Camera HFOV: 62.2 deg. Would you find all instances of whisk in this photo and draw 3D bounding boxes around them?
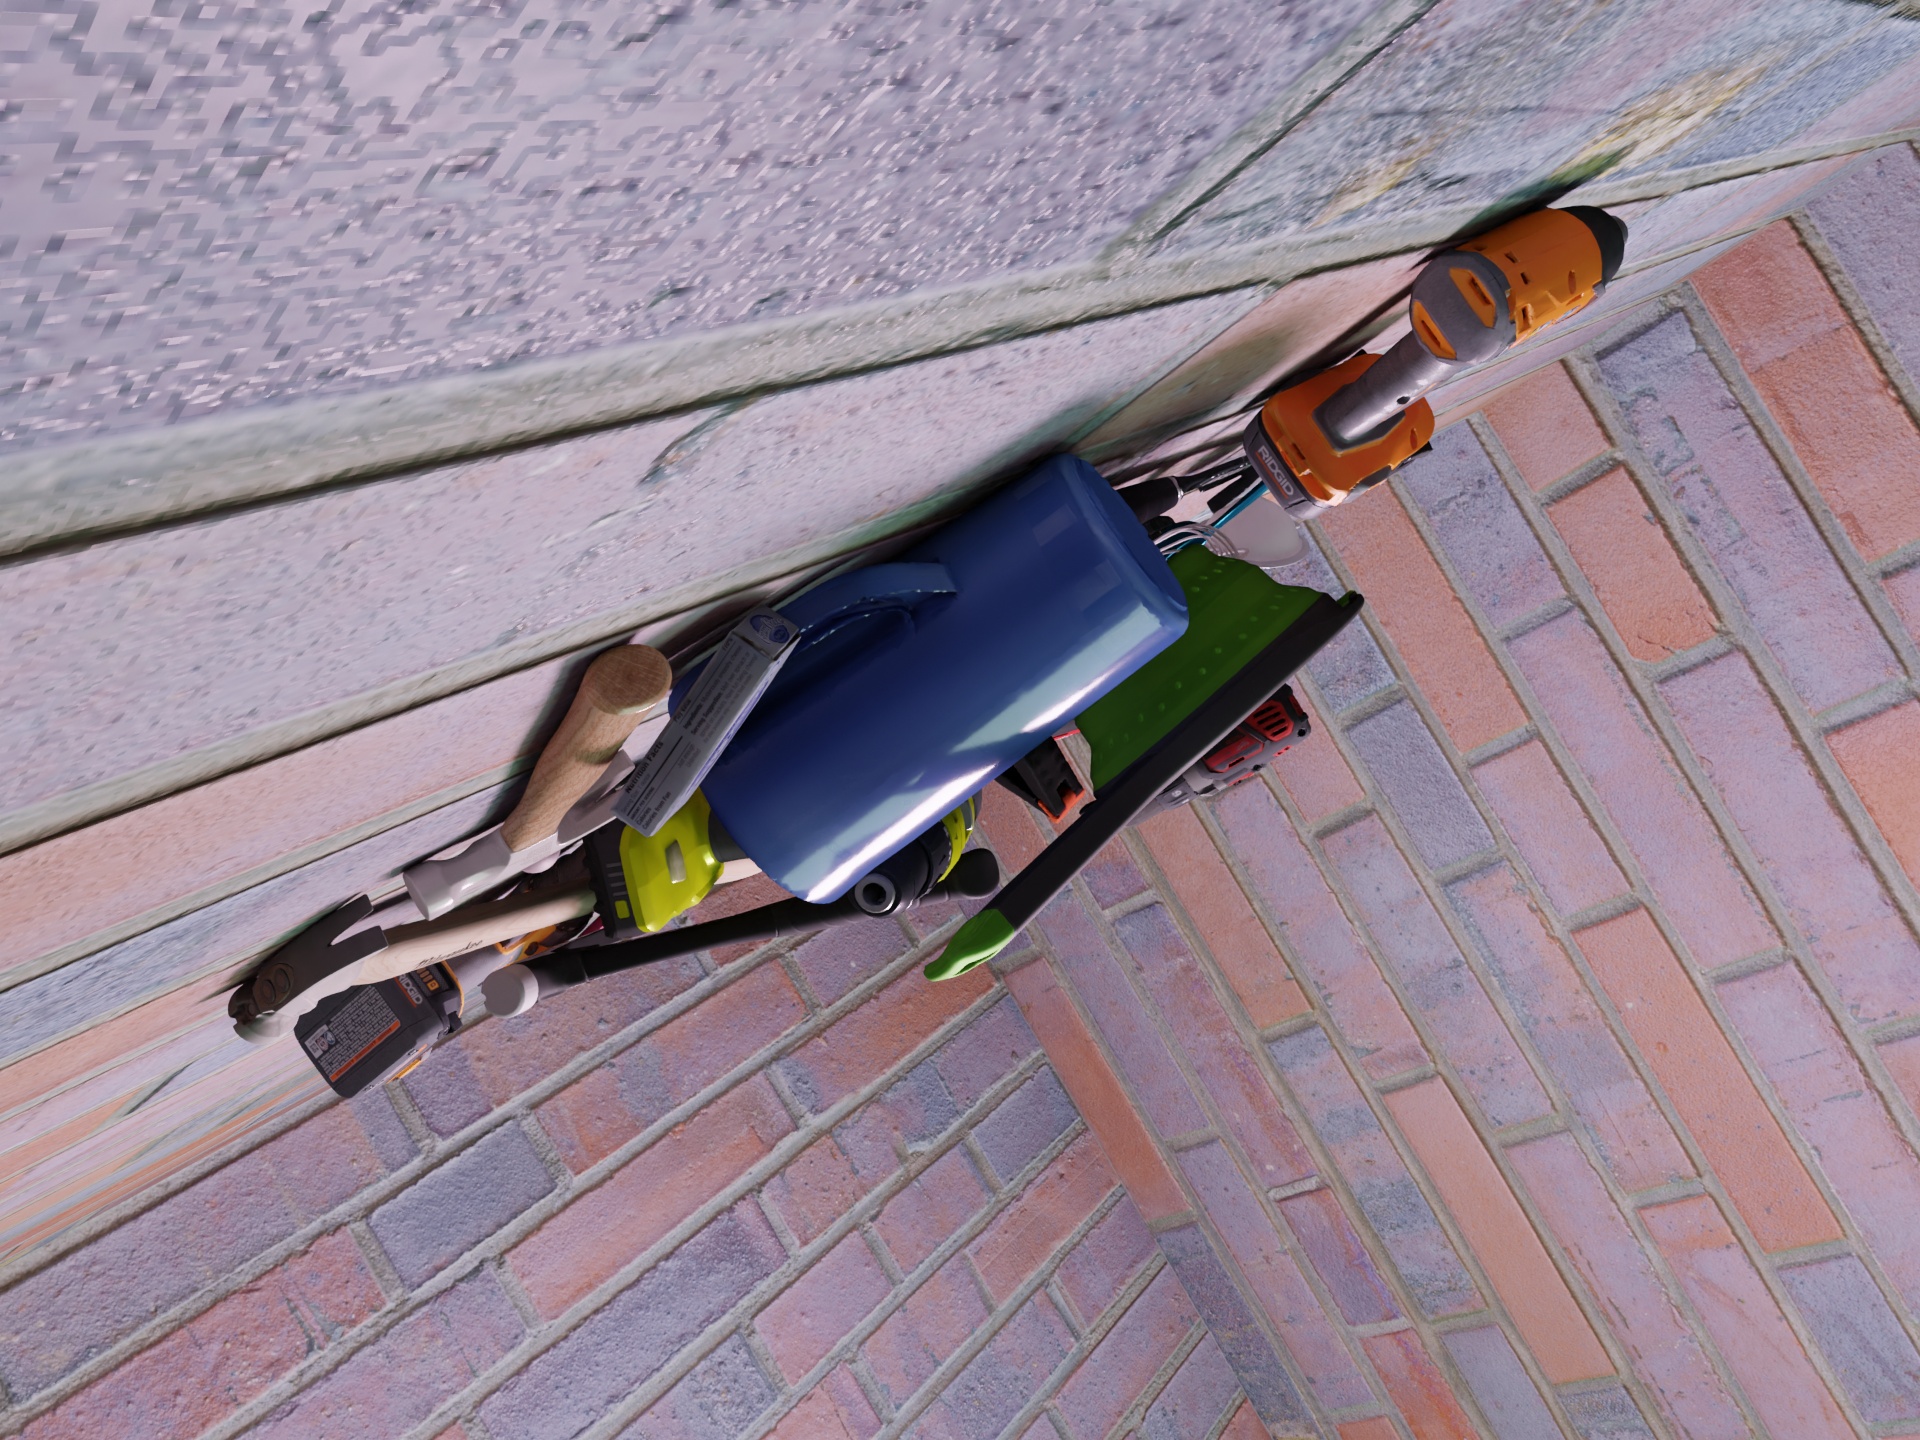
[{"bbox_3d":[0.092,-0.089,1.066,0.059,0.057,0.246,-29,-166,-38],"label":"whisk"}]

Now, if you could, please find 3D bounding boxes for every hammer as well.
[{"bbox_3d":[-0.136,0.135,1.052,0.335,0.035,0.146,-15,180,13],"label":"hammer"},{"bbox_3d":[-0.258,0.117,1.046,0.146,0.038,0.410,-33,168,33],"label":"hammer"},{"bbox_3d":[-0.189,0.027,0.764,0.130,0.031,0.331,-29,177,-28],"label":"hammer"},{"bbox_3d":[0.142,-0.154,1.058,0.149,0.036,0.409,-31,177,39],"label":"hammer"}]

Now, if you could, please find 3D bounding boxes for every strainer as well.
[{"bbox_3d":[0.170,-0.109,1.134,0.258,0.087,0.050,-35,138,-34],"label":"strainer"}]

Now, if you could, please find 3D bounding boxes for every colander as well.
[{"bbox_3d":[0.080,0.001,0.866,0.397,0.094,0.204,-38,176,-44],"label":"colander"}]

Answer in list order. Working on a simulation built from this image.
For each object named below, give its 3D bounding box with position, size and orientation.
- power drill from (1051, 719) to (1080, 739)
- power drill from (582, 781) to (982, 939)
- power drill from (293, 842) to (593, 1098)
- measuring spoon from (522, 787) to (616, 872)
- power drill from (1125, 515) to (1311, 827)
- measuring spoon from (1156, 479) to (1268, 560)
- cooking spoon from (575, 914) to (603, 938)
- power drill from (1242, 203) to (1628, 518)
[{"bbox_3d":[-0.002,-0.004,1.130,0.143,0.078,0.220,-16,-177,-36],"label":"power drill"},{"bbox_3d":[-0.108,0.077,0.973,0.228,0.080,0.190,-6,-165,13],"label":"power drill"},{"bbox_3d":[-0.351,0.168,1.170,0.185,0.084,0.226,-37,179,30],"label":"power drill"},{"bbox_3d":[-0.259,0.075,1.056,0.124,0.018,0.034,-34,176,41],"label":"measuring spoon"},{"bbox_3d":[0.155,-0.036,1.308,0.188,0.227,0.080,-32,177,17],"label":"power drill"},{"bbox_3d":[0.180,-0.149,1.071,0.128,0.021,0.042,-39,167,25],"label":"measuring spoon"},{"bbox_3d":[-0.223,0.103,1.197,0.319,0.017,0.068,-47,166,21],"label":"cooking spoon"},{"bbox_3d":[0.288,-0.220,0.949,0.164,0.084,0.226,-30,174,-30],"label":"power drill"}]
